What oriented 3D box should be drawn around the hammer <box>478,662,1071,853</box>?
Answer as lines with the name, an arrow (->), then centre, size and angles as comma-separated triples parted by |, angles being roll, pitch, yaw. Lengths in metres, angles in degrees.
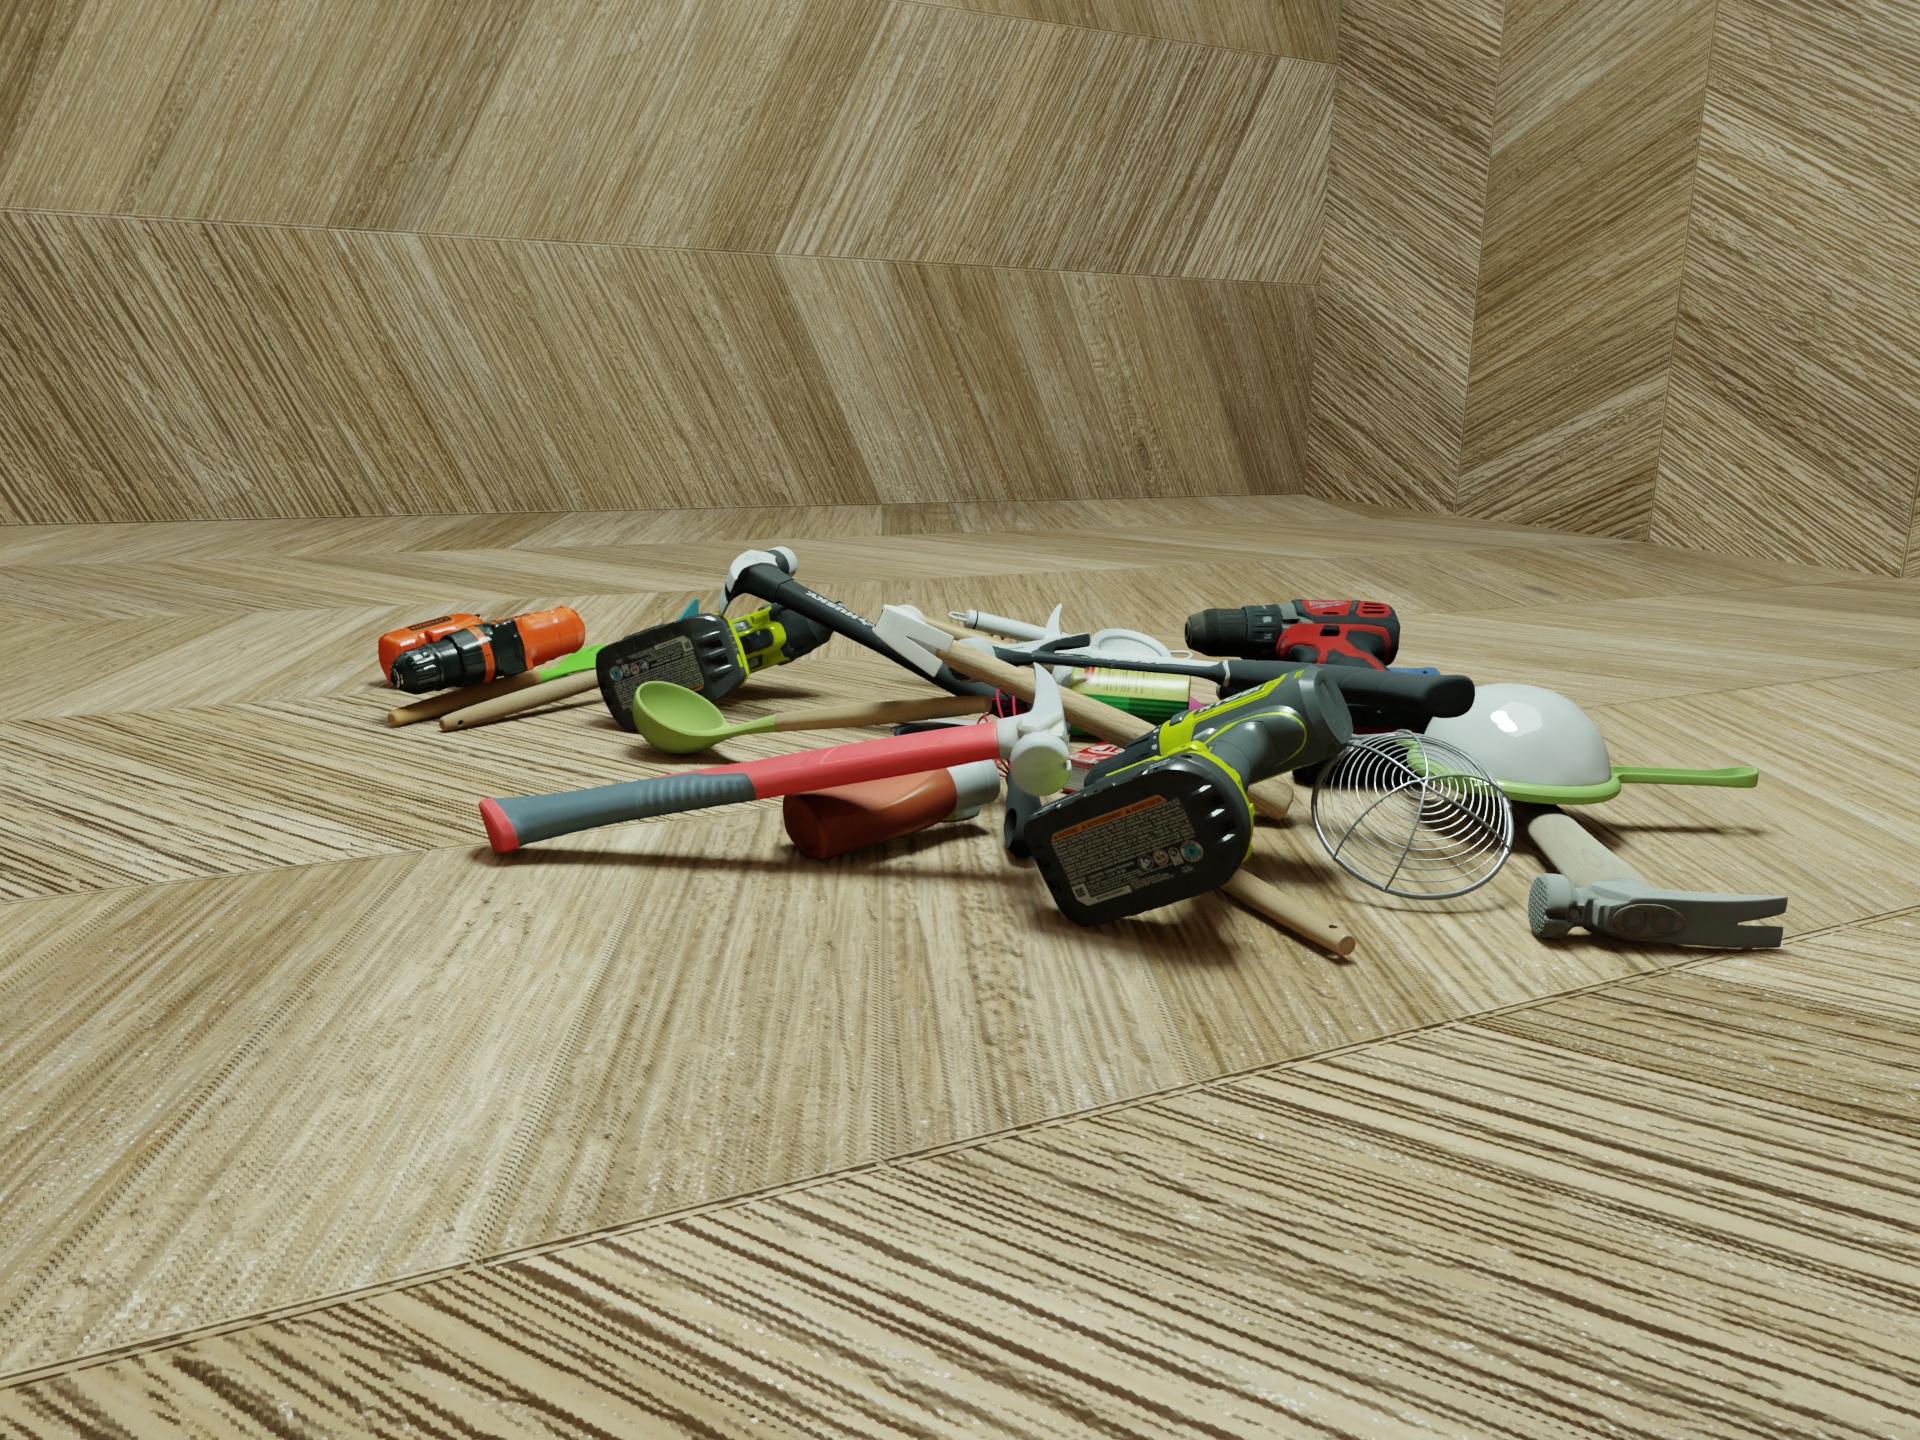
hammer -> -0.122, 0.031, 1.044 | 0.386, 0.038, 0.143 | -9, 23, 5

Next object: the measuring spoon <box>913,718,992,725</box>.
measuring spoon -> -0.002, -0.005, 1.433 | 0.124, 0.018, 0.034 | 6, 14, 15

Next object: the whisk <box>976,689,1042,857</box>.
whisk -> 0.045, 0.036, 1.187 | 0.073, 0.073, 0.296 | 2, 18, 1

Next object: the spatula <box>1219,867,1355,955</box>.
spatula -> 0.161, 0.093, 1.039 | 0.059, 0.018, 0.316 | -8, 15, -20

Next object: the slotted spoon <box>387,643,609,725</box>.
slotted spoon -> -0.415, -0.035, 1.498 | 0.070, 0.031, 0.314 | 6, 15, 26

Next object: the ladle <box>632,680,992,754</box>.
ladle -> -0.122, -0.012, 1.244 | 0.320, 0.062, 0.078 | -5, 7, 28

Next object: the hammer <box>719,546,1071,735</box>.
hammer -> -0.055, -0.060, 1.378 | 0.335, 0.035, 0.146 | 27, 21, 10

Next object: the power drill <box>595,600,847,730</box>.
power drill -> -0.213, -0.064, 1.449 | 0.171, 0.080, 0.223 | -17, 5, 23

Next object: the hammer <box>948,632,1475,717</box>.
hammer -> 0.188, -0.036, 1.200 | 0.409, 0.036, 0.149 | 8, 11, 42

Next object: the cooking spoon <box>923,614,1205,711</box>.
cooking spoon -> 0.085, -0.053, 1.532 | 0.319, 0.017, 0.069 | 20, 28, 18

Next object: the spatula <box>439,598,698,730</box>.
spatula -> -0.348, -0.039, 1.474 | 0.044, 0.082, 0.317 | 25, 30, 33

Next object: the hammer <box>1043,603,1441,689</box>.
hammer -> 0.273, -0.053, 1.541 | 0.405, 0.035, 0.144 | 4, 28, -13

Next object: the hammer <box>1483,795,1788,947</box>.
hammer -> 0.421, 0.072, 1.124 | 0.146, 0.038, 0.411 | 4, 13, 2

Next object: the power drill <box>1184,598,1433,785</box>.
power drill -> 0.296, -0.037, 1.346 | 0.188, 0.080, 0.227 | 1, 30, -2

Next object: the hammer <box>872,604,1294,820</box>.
hammer -> 0.089, -0.007, 1.165 | 0.331, 0.031, 0.130 | 24, 7, 2

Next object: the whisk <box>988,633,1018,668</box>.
whisk -> 0.044, -0.047, 1.571 | 0.051, 0.047, 0.245 | 2, 16, -6

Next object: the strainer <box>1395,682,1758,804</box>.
strainer -> 0.459, 0.013, 1.162 | 0.256, 0.069, 0.151 | 3, 13, -1

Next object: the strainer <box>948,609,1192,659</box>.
strainer -> 0.109, -0.077, 1.612 | 0.258, 0.050, 0.087 | 13, 33, -15

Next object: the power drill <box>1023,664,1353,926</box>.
power drill -> 0.132, 0.046, 1.011 | 0.190, 0.080, 0.228 | -23, 6, 31

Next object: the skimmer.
skimmer -> 0.264, 0.035, 1.150 | 0.127, 0.090, 0.363 | -16, 13, -9
